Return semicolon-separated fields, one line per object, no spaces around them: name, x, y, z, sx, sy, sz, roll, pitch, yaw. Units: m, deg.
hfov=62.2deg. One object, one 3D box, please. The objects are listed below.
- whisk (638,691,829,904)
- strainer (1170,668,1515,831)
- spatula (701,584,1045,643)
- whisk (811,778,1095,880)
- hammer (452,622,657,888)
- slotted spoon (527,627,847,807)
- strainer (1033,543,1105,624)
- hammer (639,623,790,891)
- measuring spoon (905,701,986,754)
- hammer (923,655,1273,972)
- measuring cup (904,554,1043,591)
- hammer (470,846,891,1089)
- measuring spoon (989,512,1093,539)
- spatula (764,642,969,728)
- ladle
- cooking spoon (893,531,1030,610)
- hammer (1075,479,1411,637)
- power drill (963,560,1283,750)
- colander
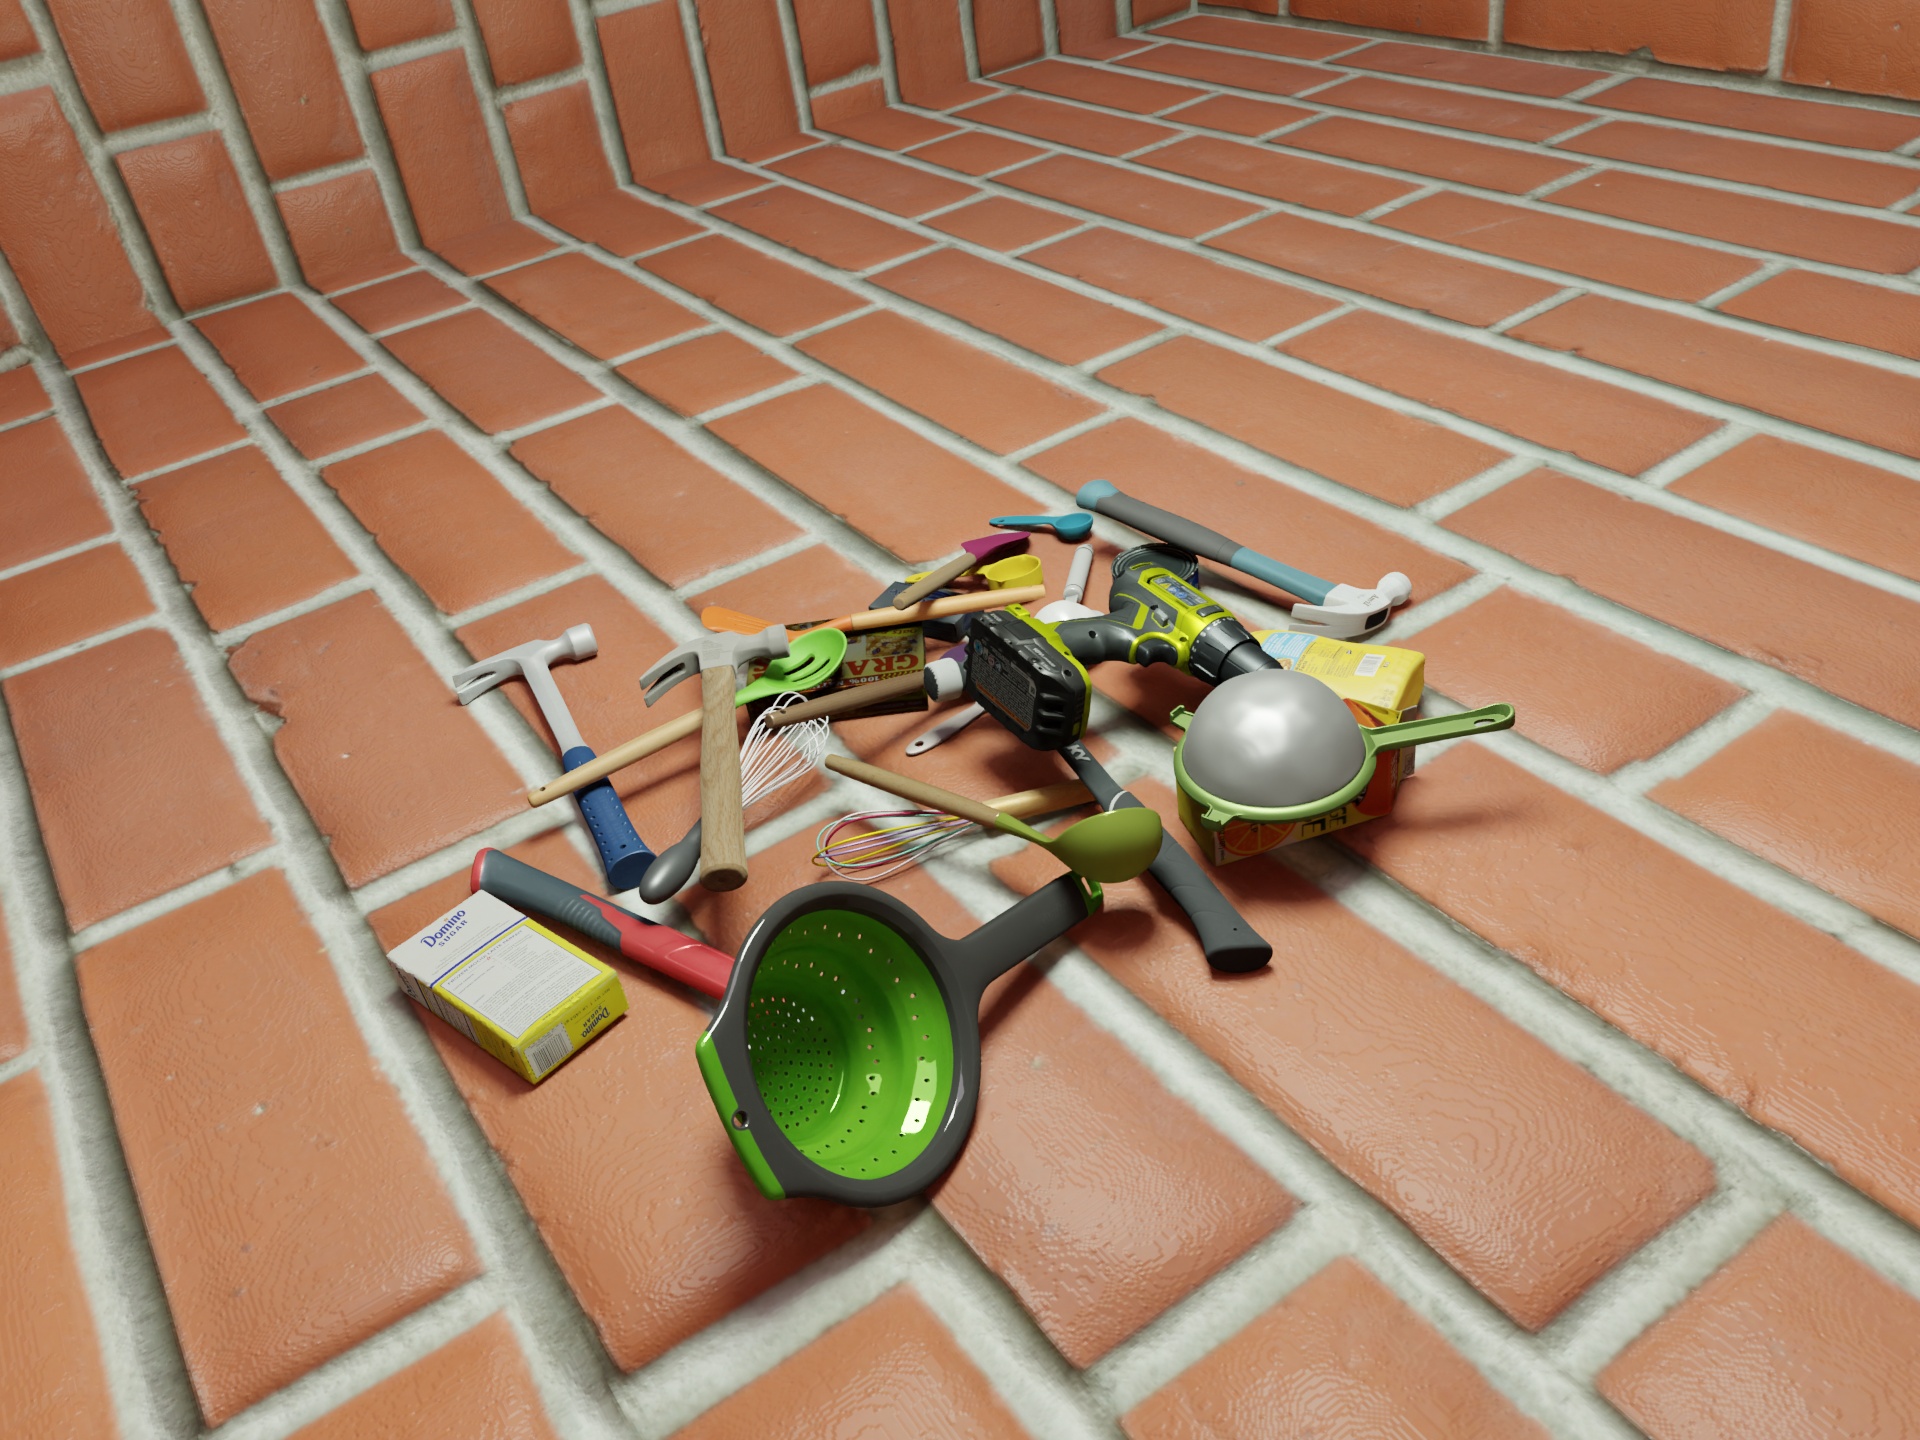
whisk;-0.184;0.065;1.310;0.070;0.070;0.285;7;33;21
strainer;0.284;-0.002;1.181;0.256;0.069;0.152;-10;34;3
spatula;-0.080;-0.105;1.495;0.322;0.041;0.081;-9;19;-4
whisk;-0.003;0.082;1.286;0.245;0.047;0.051;-13;39;-14
hammer;-0.356;0.028;1.444;0.144;0.035;0.406;-21;36;-17
slotted spoon;-0.235;0.000;1.398;0.314;0.031;0.070;-28;41;-21
strainer;0.106;-0.120;1.540;0.087;0.050;0.259;-13;26;18
hammer;-0.198;0.024;1.295;0.130;0.031;0.332;-11;35;-2
measuring spoon;-0.002;-0.005;1.424;0.124;0.018;0.034;-33;41;-29
hammer;0.120;0.056;1.264;0.149;0.036;0.409;-14;40;-22
measuring cup;0.013;-0.140;1.618;0.156;0.029;0.062;-2;29;31
hammer;-0.231;0.161;1.224;0.386;0.038;0.143;18;41;33
measuring spoon;0.086;-0.206;1.701;0.129;0.021;0.042;6;32;36
spatula;-0.049;-0.033;1.397;0.060;0.018;0.316;35;34;31
ladle;0.015;0.059;1.226;0.320;0.078;0.062;17;86;38
cooking spoon;0.000;-0.152;1.564;0.069;0.017;0.319;-2;17;22
hammer;0.256;-0.162;1.527;0.331;0.033;0.128;28;43;29
power drill;0.137;-0.051;1.315;0.228;0.080;0.191;-16;39;-29
colander;-0.040;0.190;1.088;0.094;0.204;0.397;-25;0;42
